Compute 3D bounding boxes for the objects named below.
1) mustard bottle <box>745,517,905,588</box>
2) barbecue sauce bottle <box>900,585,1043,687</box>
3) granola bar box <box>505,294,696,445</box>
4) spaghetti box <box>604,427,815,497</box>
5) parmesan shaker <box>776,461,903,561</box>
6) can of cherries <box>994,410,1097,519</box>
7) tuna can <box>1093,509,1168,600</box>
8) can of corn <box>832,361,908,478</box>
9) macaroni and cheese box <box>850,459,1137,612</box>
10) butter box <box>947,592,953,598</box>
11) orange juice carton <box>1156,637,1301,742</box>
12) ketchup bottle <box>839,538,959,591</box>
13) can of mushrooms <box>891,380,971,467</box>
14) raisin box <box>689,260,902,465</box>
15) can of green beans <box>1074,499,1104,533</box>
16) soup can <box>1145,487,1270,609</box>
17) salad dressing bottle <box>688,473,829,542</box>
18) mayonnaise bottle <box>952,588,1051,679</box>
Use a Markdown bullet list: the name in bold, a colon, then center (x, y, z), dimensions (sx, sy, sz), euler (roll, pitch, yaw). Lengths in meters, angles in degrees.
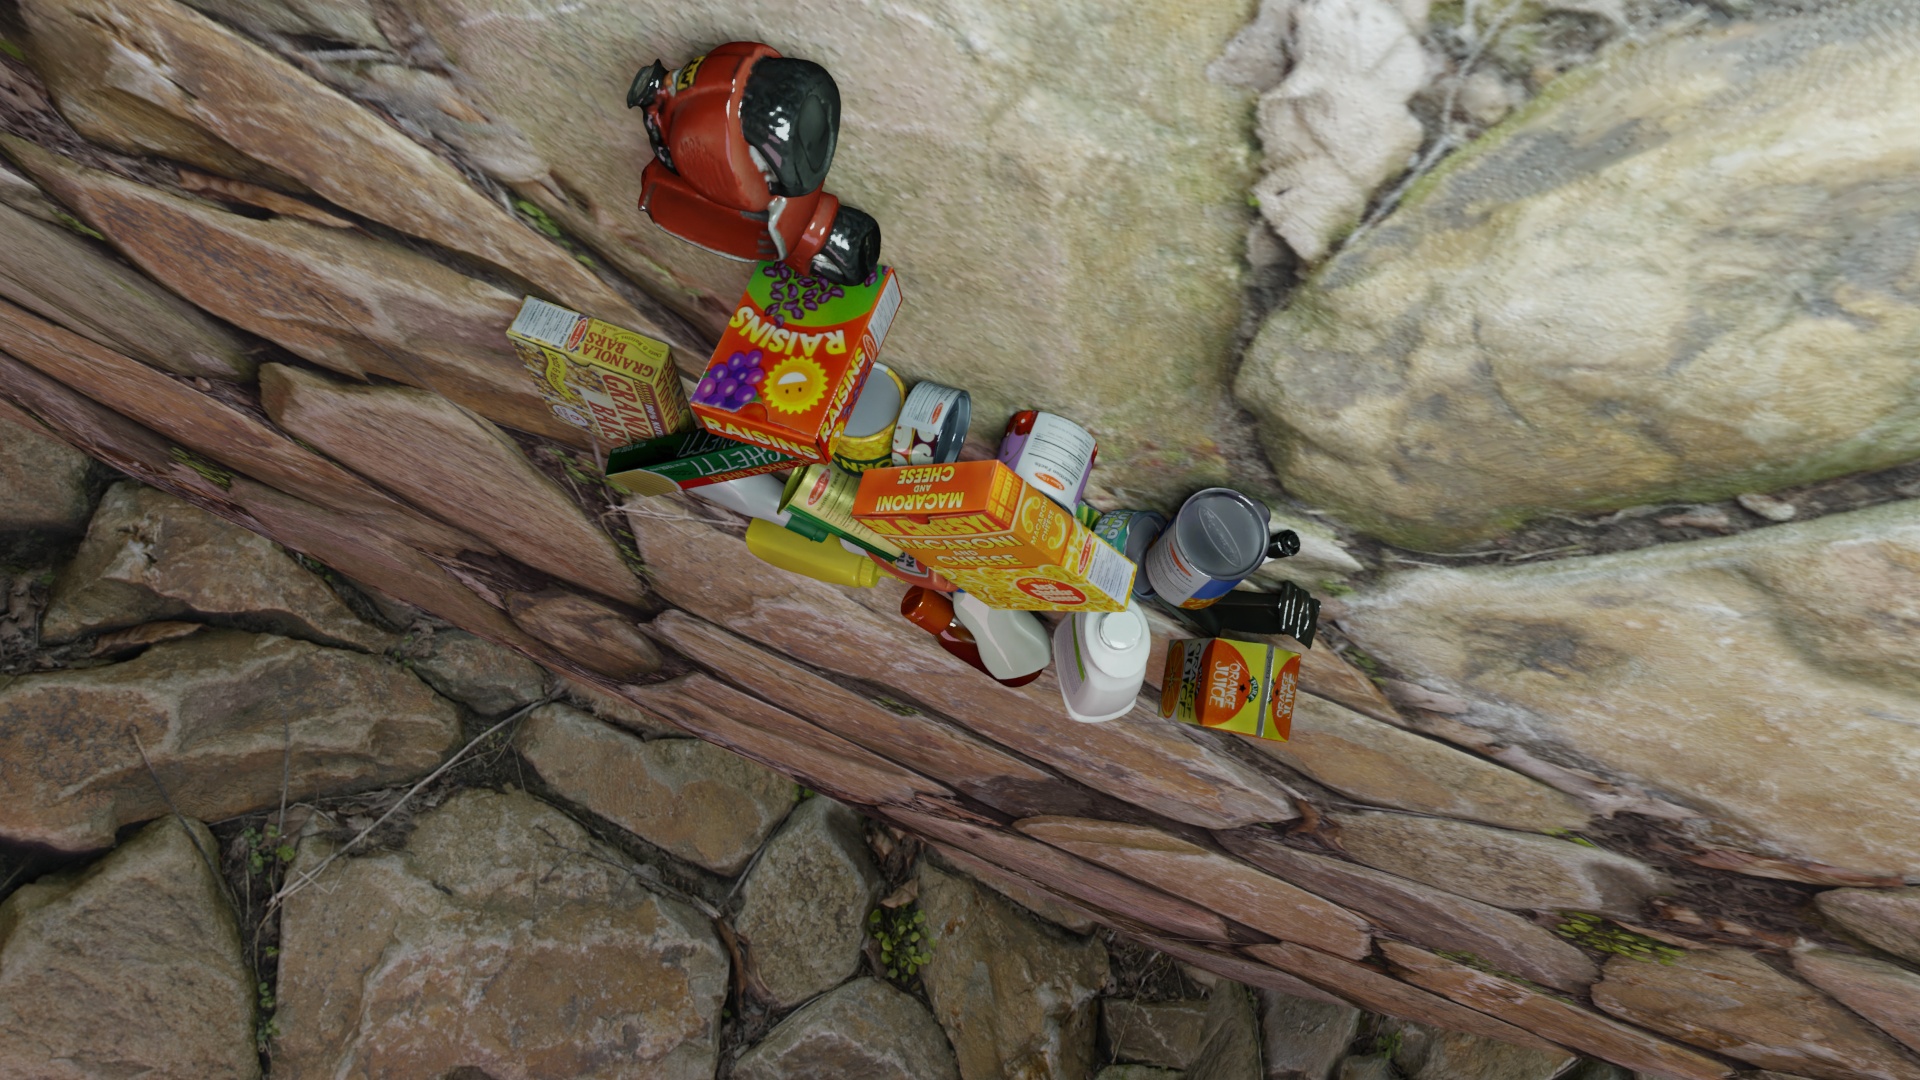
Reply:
- **mustard bottle**: center (-0.124, 0.013, 1.330), dimensions (0.160, 0.049, 0.065), euler (17, 160, 11)
- **barbecue sauce bottle**: center (0.010, 0.090, 1.322), dimensions (0.148, 0.044, 0.064), euler (33, 147, -29)
- **granola bar box**: center (-0.290, -0.127, 1.142), dimensions (0.124, 0.039, 0.165), euler (20, 161, 4)
- **spaghetti box**: center (-0.187, -0.072, 1.120), dimensions (0.249, 0.029, 0.050), euler (-8, 155, 36)
- **parmesan shaker**: center (-0.089, -0.030, 1.141), dimensions (0.103, 0.071, 0.071), euler (27, 160, -17)
- **can of cherries**: center (0.054, -0.048, 0.958), dimensions (0.071, 0.058, 0.071), euler (18, 161, 7)
- **tuna can**: center (0.125, 0.008, 1.024), dimensions (0.033, 0.071, 0.071), euler (5, 155, 41)
- **can of corn**: center (-0.066, -0.083, 0.975), dimensions (0.071, 0.071, 0.058), euler (18, 160, 11)
- **macaroni and cheese box**: center (0.025, 0.001, 0.959), dimensions (0.123, 0.040, 0.166), euler (-2, 155, 42)
- **butter box**: center (0.021, 0.052, 1.317), dimensions (0.053, 0.024, 0.103), euler (9, 157, 31)
- **orange juice carton**: center (0.222, 0.121, 1.136), dimensions (0.073, 0.072, 0.192), euler (11, 174, -4)
- **ketchup bottle**: center (-0.049, 0.003, 1.209), dimensions (0.043, 0.065, 0.149), euler (21, 174, -39)
- **can of mushrooms**: center (-0.020, -0.073, 0.954), dimensions (0.033, 0.071, 0.070), euler (18, 160, 13)
- **raisin box**: center (-0.097, -0.115, 0.840), dimensions (0.086, 0.124, 0.040), euler (17, 160, 15)
- **can of green beans**: center (0.078, 0.006, 1.078), dimensions (0.071, 0.058, 0.071), euler (19, 160, 7)
- **soup can**: center (0.173, 0.006, 0.970), dimensions (0.071, 0.071, 0.083), euler (22, 162, 0)
- **salad dressing bottle**: center (-0.185, -0.043, 1.252), dimensions (0.147, 0.044, 0.064), euler (25, 160, -13)
- **mayonnaise bottle**: center (0.026, 0.060, 1.248), dimensions (0.064, 0.041, 0.147), euler (-18, 123, 22)
